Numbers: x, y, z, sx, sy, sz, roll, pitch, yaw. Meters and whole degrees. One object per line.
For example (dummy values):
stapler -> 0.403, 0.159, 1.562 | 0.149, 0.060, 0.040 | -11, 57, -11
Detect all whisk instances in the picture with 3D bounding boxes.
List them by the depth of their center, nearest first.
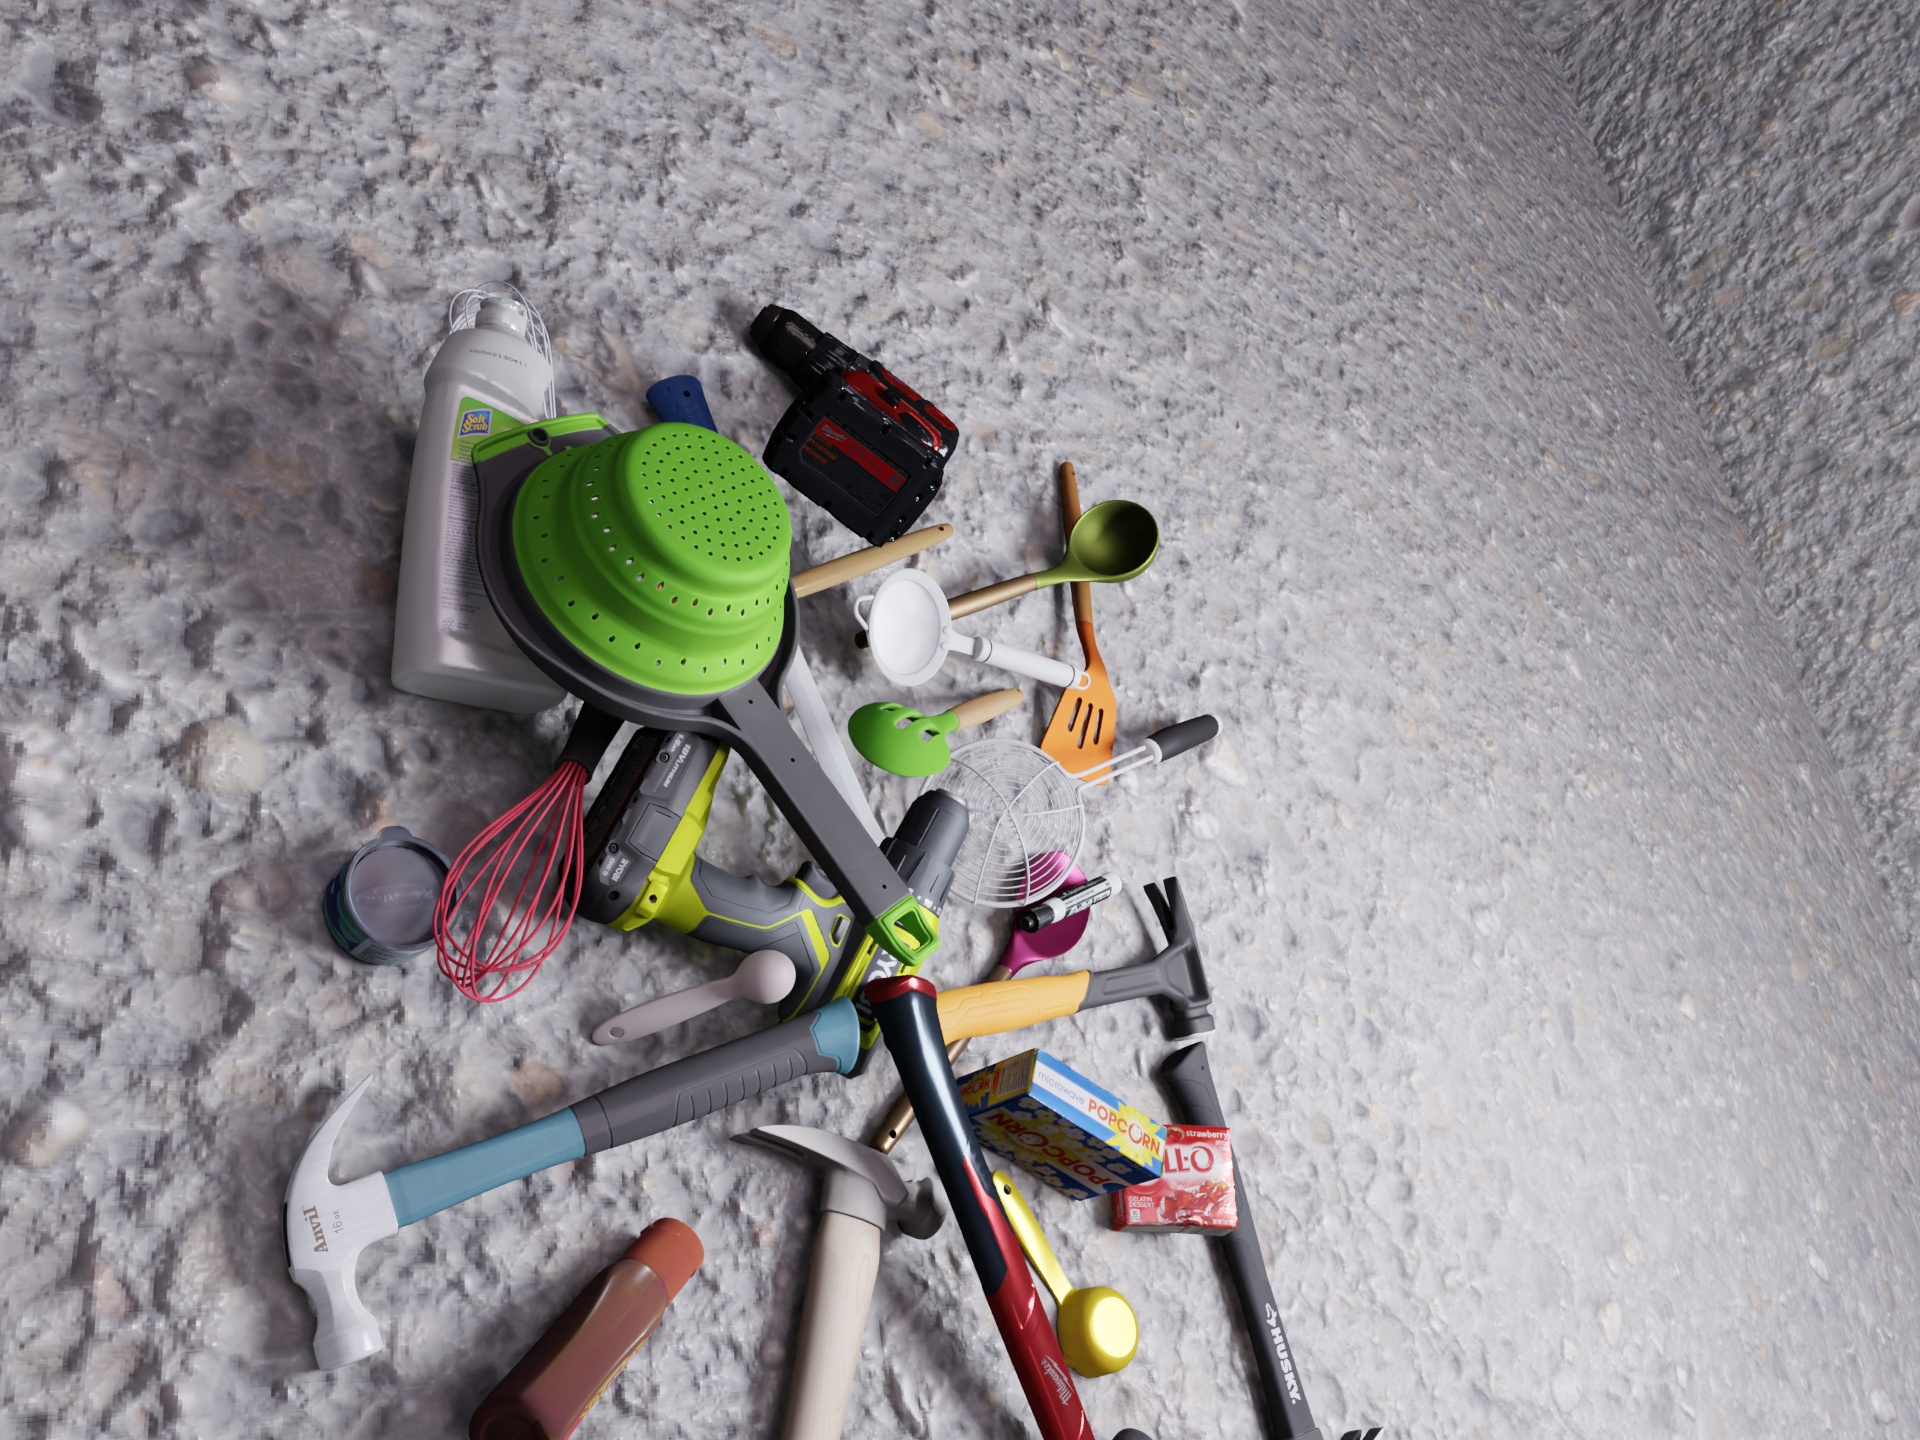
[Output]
whisk -> -0.230, 0.043, 0.917 | 0.073, 0.073, 0.296 | 39, 37, -20
whisk -> -0.273, -0.154, 1.039 | 0.070, 0.070, 0.285 | -13, 81, -47

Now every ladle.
ladle -> -0.107, -0.097, 1.102 | 0.069, 0.031, 0.315 | 50, 43, 12
ladle -> 0.042, -0.115, 1.288 | 0.320, 0.062, 0.078 | -22, 53, -39

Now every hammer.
hammer -> -0.195, 0.219, 0.861 | 0.331, 0.033, 0.128 | -14, 77, -35
hammer -> -0.098, 0.429, 0.870 | 0.146, 0.038, 0.411 | 30, 49, -26
hammer -> 0.015, 0.340, 0.971 | 0.143, 0.038, 0.386 | -29, 100, -47
hammer -> -0.124, -0.064, 1.121 | 0.144, 0.035, 0.406 | -17, 76, -30
hammer -> 0.069, 0.190, 1.146 | 0.336, 0.034, 0.127 | -1, 74, -48
hammer -> 0.217, 0.405, 1.184 | 0.146, 0.035, 0.335 | 3, 65, -42

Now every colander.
colander -> -0.117, -0.038, 0.915 | 0.397, 0.094, 0.204 | 54, 41, 4

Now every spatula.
spatula -> 0.098, -0.097, 1.378 | 0.081, 0.041, 0.323 | 25, 47, -35

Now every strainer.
strainer -> 0.007, -0.055, 1.219 | 0.258, 0.050, 0.087 | 15, 82, -39

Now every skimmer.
skimmer -> 0.102, 0.050, 1.275 | 0.363, 0.090, 0.127 | -18, 74, -55

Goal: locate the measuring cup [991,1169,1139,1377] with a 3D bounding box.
measuring cup -> 0.070, 0.368, 1.068 | 0.062, 0.029, 0.156 | -32, 92, -48

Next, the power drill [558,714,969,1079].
power drill -> -0.111, 0.091, 0.986 | 0.228, 0.080, 0.190 | 33, 76, -23

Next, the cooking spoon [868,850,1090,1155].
cooking spoon -> 0.018, 0.195, 1.132 | 0.068, 0.017, 0.319 | 52, 42, -9

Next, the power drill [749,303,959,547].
power drill -> -0.088, -0.233, 1.197 | 0.187, 0.080, 0.227 | 36, 20, -13

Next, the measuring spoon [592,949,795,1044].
measuring spoon -> -0.155, 0.168, 0.926 | 0.018, 0.124, 0.034 | -117, -172, -64

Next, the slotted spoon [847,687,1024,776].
slotted spoon -> -0.002, -0.004, 1.142 | 0.070, 0.031, 0.314 | 35, 15, 11
